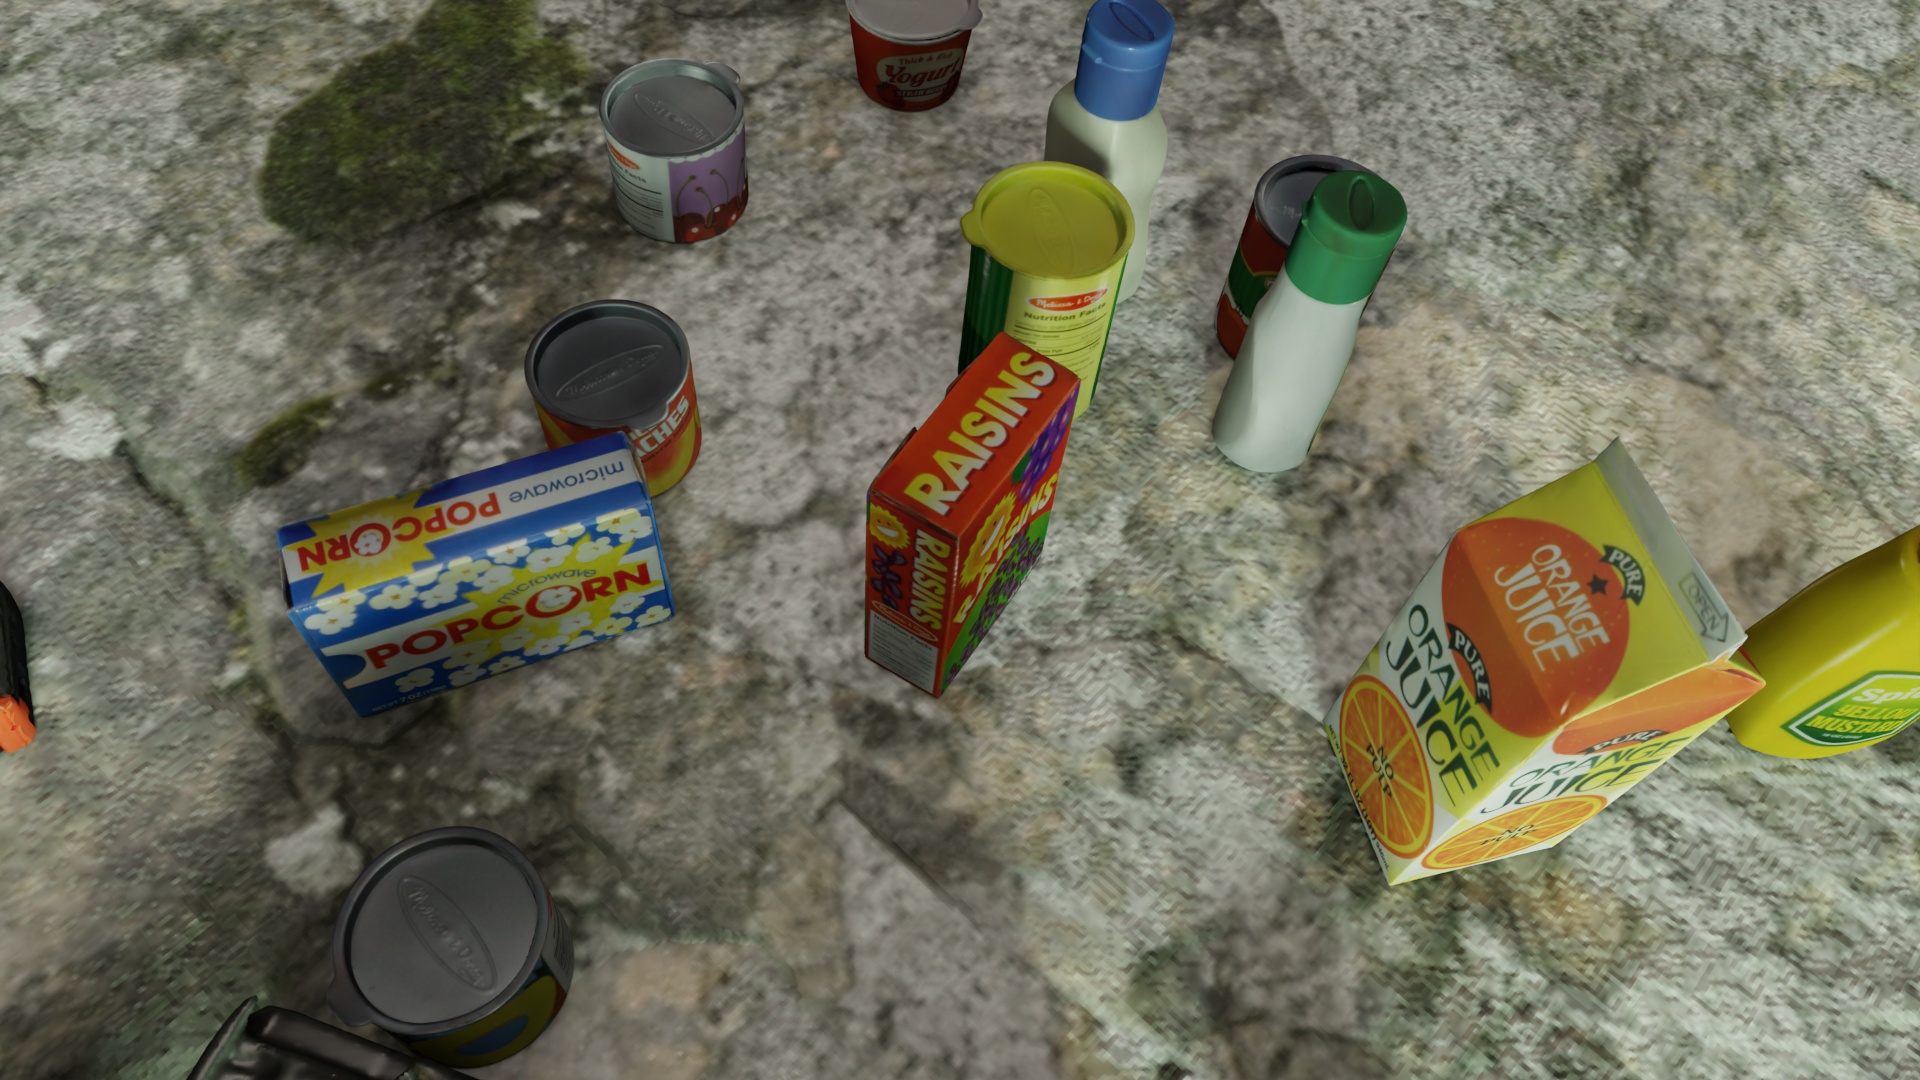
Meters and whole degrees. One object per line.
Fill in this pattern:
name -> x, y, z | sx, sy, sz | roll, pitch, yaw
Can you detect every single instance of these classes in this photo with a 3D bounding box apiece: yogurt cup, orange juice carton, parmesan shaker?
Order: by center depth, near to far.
orange juice carton -> 0.195, 0.047, 0.470 | 0.073, 0.191, 0.072 | -10, 60, -11
parmesan shaker -> 0.031, -0.103, 0.602 | 0.071, 0.102, 0.071 | 2, 58, -4
yogurt cup -> -0.026, -0.263, 0.725 | 0.072, 0.053, 0.073 | 2, 58, -4

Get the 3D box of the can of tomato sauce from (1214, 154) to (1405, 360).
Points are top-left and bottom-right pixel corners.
can of tomato sauce -> 0.158, -0.121, 0.636 | 0.071, 0.082, 0.071 | 2, 58, -4

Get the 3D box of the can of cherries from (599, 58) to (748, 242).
can of cherries -> -0.133, -0.187, 0.666 | 0.071, 0.058, 0.072 | 2, 58, -4

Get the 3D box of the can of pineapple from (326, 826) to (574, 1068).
can of pineapple -> -0.168, 0.137, 0.461 | 0.071, 0.057, 0.071 | 2, 58, -4

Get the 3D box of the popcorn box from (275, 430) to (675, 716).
popcorn box -> -0.176, 0.013, 0.521 | 0.127, 0.084, 0.038 | -18, 62, -16

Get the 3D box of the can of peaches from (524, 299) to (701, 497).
can of peaches -> -0.143, -0.056, 0.583 | 0.071, 0.057, 0.071 | 2, 58, -4

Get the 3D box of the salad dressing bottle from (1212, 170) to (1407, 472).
salad dressing bottle -> 0.142, -0.087, 0.575 | 0.044, 0.147, 0.064 | 10, 58, 1

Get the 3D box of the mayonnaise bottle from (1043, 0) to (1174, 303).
mayonnaise bottle -> 0.064, -0.171, 0.621 | 0.041, 0.147, 0.065 | -26, 64, -19

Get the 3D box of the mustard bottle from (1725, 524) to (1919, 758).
mustard bottle -> 0.347, 0.031, 0.513 | 0.065, 0.159, 0.049 | 2, 58, -4

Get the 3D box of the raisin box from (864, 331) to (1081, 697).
raisin box -> 0.002, -0.007, 0.527 | 0.040, 0.122, 0.086 | 31, 61, 13
